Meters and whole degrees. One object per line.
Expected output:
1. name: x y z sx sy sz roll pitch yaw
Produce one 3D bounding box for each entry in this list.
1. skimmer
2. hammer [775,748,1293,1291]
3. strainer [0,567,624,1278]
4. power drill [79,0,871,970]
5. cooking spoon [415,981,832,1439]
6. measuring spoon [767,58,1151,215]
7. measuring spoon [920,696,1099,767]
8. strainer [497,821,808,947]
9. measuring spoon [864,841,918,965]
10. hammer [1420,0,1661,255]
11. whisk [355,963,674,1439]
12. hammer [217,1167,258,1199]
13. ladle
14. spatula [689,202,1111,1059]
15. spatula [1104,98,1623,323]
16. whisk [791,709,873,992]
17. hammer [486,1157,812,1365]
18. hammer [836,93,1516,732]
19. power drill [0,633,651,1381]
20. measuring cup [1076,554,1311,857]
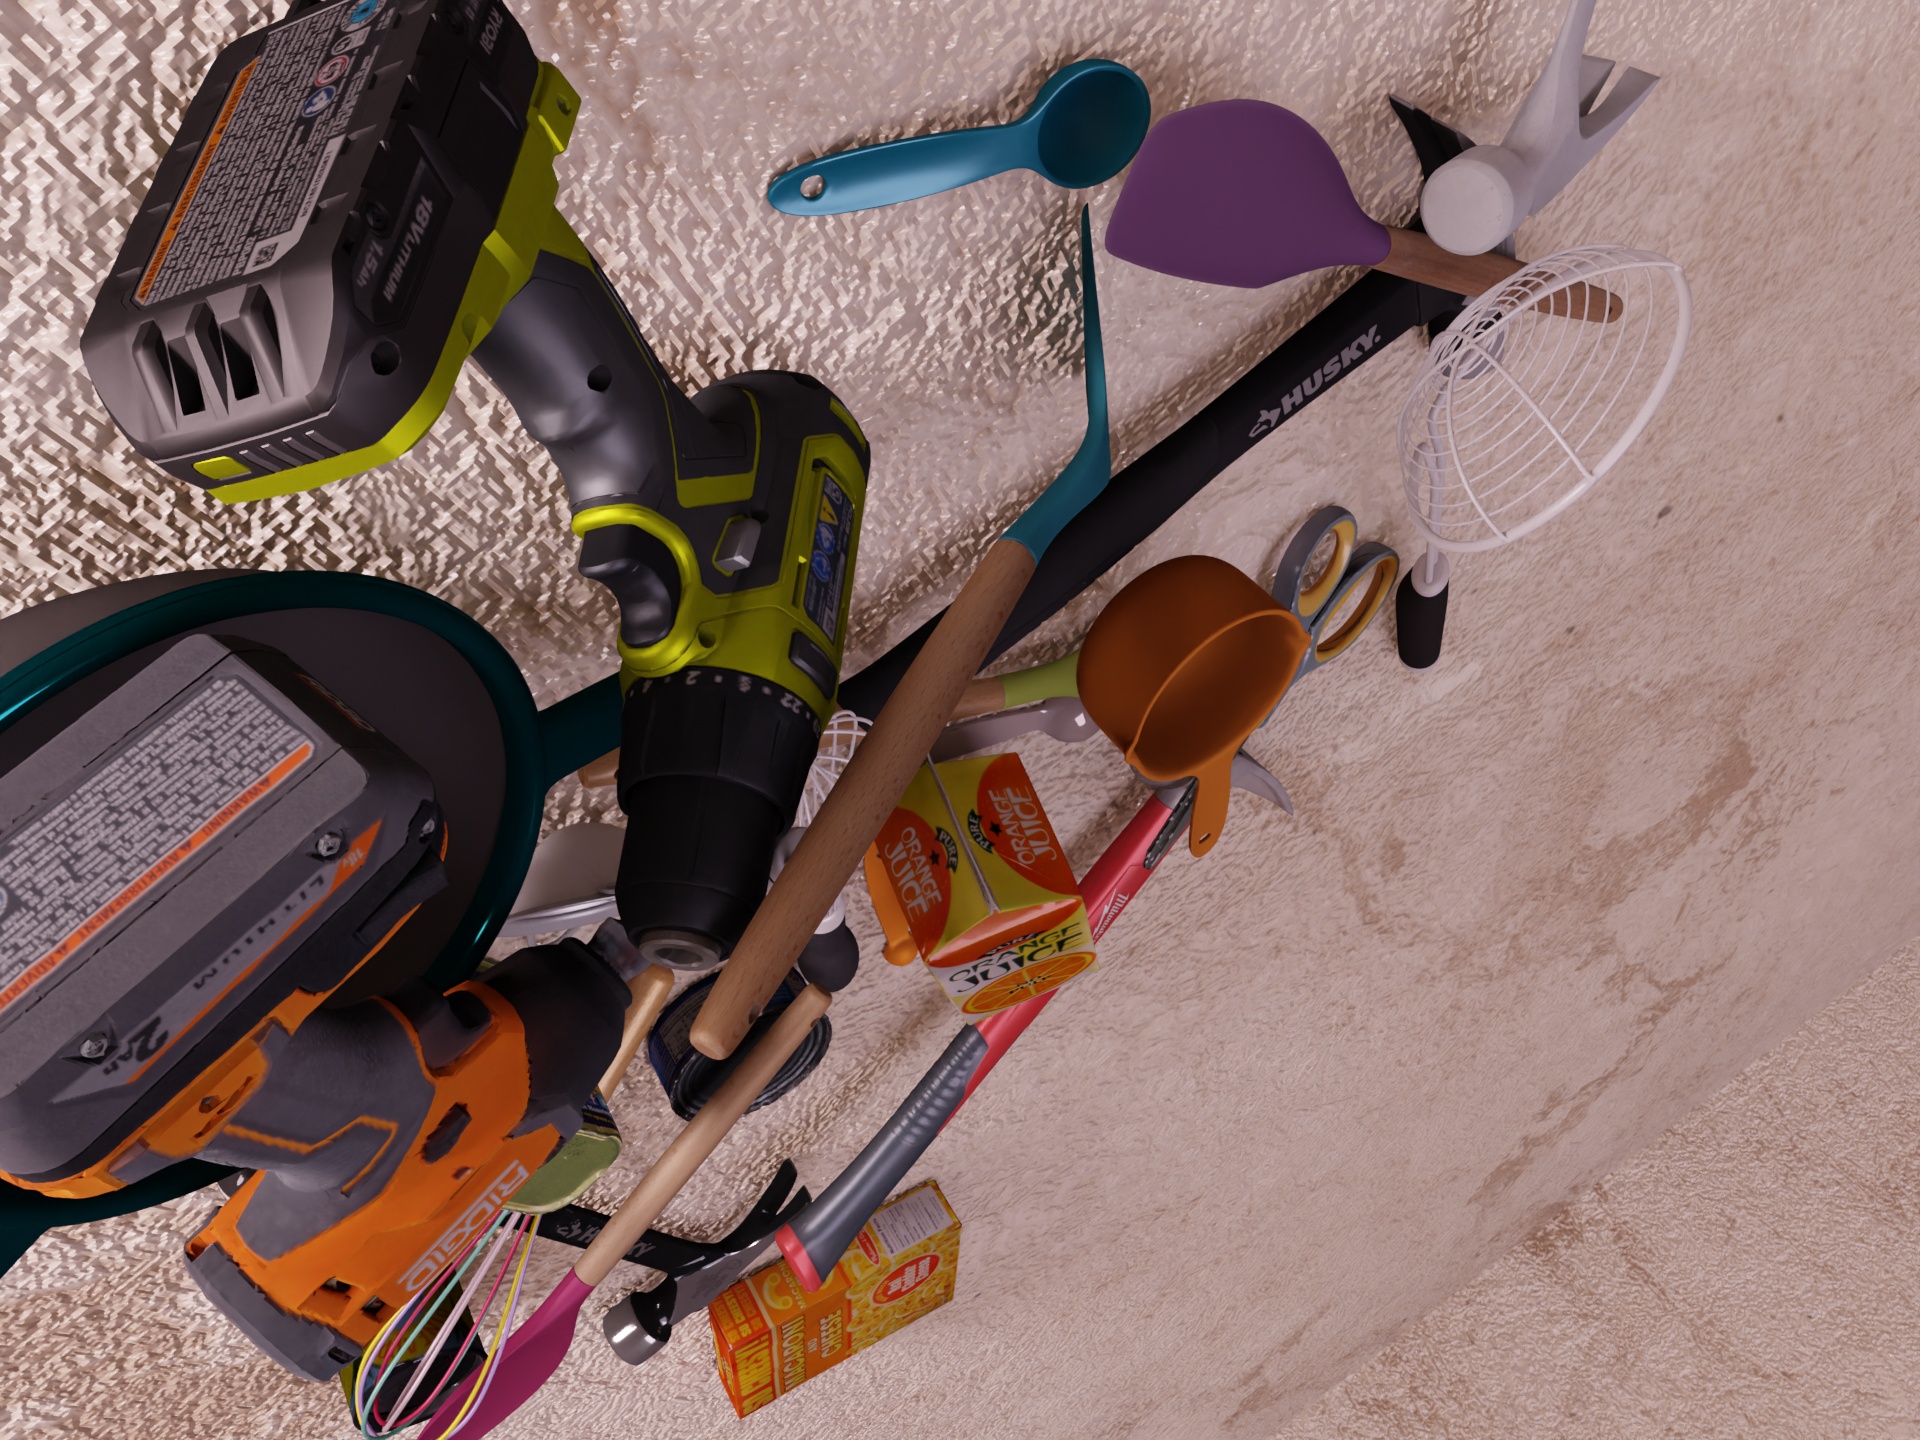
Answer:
1. skimmer: 0.240 -0.080 0.709 0.127 0.090 0.363 -65 161 -11
2. hammer: 0.032 0.165 0.877 0.386 0.038 0.143 -52 144 11
3. strainer: -0.192 0.008 0.502 0.340 0.095 0.210 -32 144 -40
4. power drill: -0.102 -0.056 0.421 0.080 0.191 0.228 -8 147 24
5. cooking spoon: -0.164 0.246 0.761 0.319 0.017 0.068 -50 152 8
6. measuring spoon: -0.002 -0.184 0.504 0.128 0.021 0.042 -17 142 -13
7. measuring spoon: 0.018 0.009 0.734 0.124 0.018 0.034 -15 140 -27
8. strainer: -0.108 0.055 0.571 0.087 0.050 0.258 -8 176 -35
9. measuring spoon: -0.033 0.090 0.787 0.021 0.011 0.116 -26 144 -16
10. hammer: 0.227 -0.350 0.469 0.144 0.035 0.405 -40 148 -38
11. whisk: -0.199 0.214 0.707 0.051 0.047 0.245 34 85 -51
12. hammer: -0.332 0.086 0.489 0.336 0.034 0.127 23 98 -48
13. ladle: -0.001 -0.002 0.674 0.320 0.062 0.078 -11 121 -28
14. spatula: -0.004 -0.035 0.494 0.318 0.044 0.082 -59 159 -31
15. spatula: 0.169 -0.174 0.589 0.315 0.018 0.059 -3 128 -42
16. whisk: -0.062 0.067 0.669 0.070 0.070 0.284 -27 158 -14
17. hammer: -0.213 0.236 0.778 0.149 0.036 0.408 -39 145 1
18. hammer: 0.087 -0.105 0.631 0.335 0.035 0.146 -39 145 -6
19. power drill: -0.166 0.080 0.436 0.164 0.084 0.226 -46 154 -23
20. measuring cup: 0.093 -0.001 0.680 0.095 0.052 0.173 -32 148 -15
